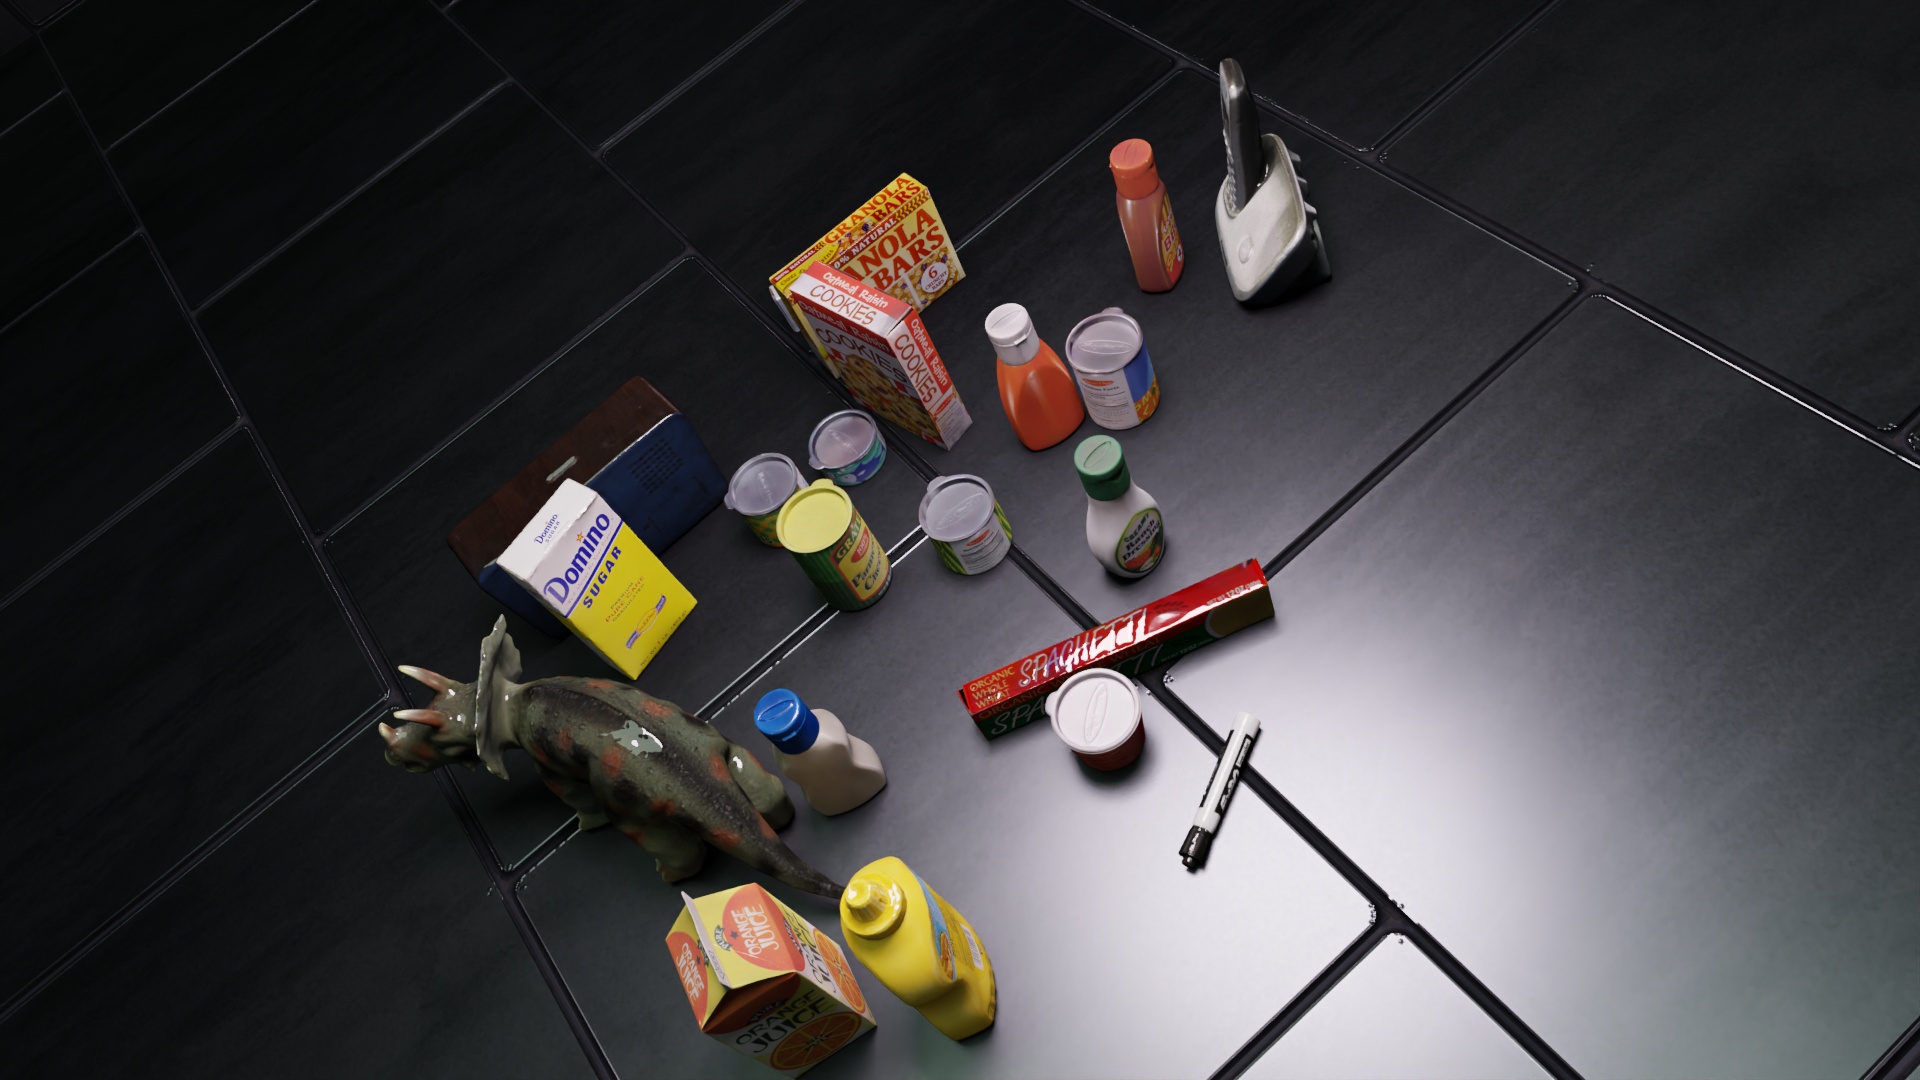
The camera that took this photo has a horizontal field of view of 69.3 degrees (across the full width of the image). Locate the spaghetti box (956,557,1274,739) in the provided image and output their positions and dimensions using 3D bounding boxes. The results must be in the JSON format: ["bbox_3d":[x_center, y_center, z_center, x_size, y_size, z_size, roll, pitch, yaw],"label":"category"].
[{"bbox_3d":[0.120,0.085,1.069,0.250,0.050,0.029,-24,53,4],"label":"spaghetti box"}]

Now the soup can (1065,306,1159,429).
[{"bbox_3d":[0.133,-0.147,1.195,0.071,0.083,0.072,-10,56,14],"label":"soup can"}]

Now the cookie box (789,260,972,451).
[{"bbox_3d":[-0.068,-0.162,1.227,0.123,0.166,0.040,30,73,33],"label":"cookie box"}]

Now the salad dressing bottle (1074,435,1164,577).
[{"bbox_3d":[0.122,-0.026,1.080,0.064,0.147,0.044,-45,55,-11],"label":"salad dressing bottle"}]

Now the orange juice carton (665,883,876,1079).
[{"bbox_3d":[-0.133,0.294,0.937,0.073,0.192,0.072,-33,53,-2],"label":"orange juice carton"}]

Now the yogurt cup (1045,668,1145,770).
[{"bbox_3d":[0.106,0.137,1.038,0.072,0.053,0.073,-10,56,14],"label":"yogurt cup"}]

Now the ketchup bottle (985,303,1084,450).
[{"bbox_3d":[0.060,-0.139,1.177,0.065,0.148,0.044,-34,53,-3],"label":"ketchup bottle"}]

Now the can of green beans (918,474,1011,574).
[{"bbox_3d":[0.005,-0.013,1.171,0.071,0.057,0.071,-10,56,14],"label":"can of green beans"}]

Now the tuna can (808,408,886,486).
[{"bbox_3d":[-0.105,-0.083,1.272,0.071,0.032,0.071,-9,56,14],"label":"tuna can"}]

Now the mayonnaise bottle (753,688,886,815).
[{"bbox_3d":[-0.108,0.158,1.044,0.065,0.147,0.041,-29,53,1],"label":"mayonnaise bottle"}]

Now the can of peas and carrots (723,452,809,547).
[{"bbox_3d":[-0.168,-0.034,1.248,0.071,0.058,0.071,-10,56,14],"label":"can of peas and carrots"}]

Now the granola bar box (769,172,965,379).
[{"bbox_3d":[-0.086,-0.250,1.318,0.166,0.123,0.039,-40,54,-8],"label":"granola bar box"}]

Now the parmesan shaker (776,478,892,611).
[{"bbox_3d":[-0.103,0.005,1.170,0.071,0.102,0.071,-10,56,15],"label":"parmesan shaker"}]

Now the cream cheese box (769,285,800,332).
[{"bbox_3d":[-0.132,-0.253,1.381,0.104,0.053,0.024,-28,53,1],"label":"cream cheese box"}]

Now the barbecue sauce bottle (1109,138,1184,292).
[{"bbox_3d":[0.165,-0.290,1.237,0.043,0.148,0.065,3,60,22],"label":"barbecue sauce bottle"}]
